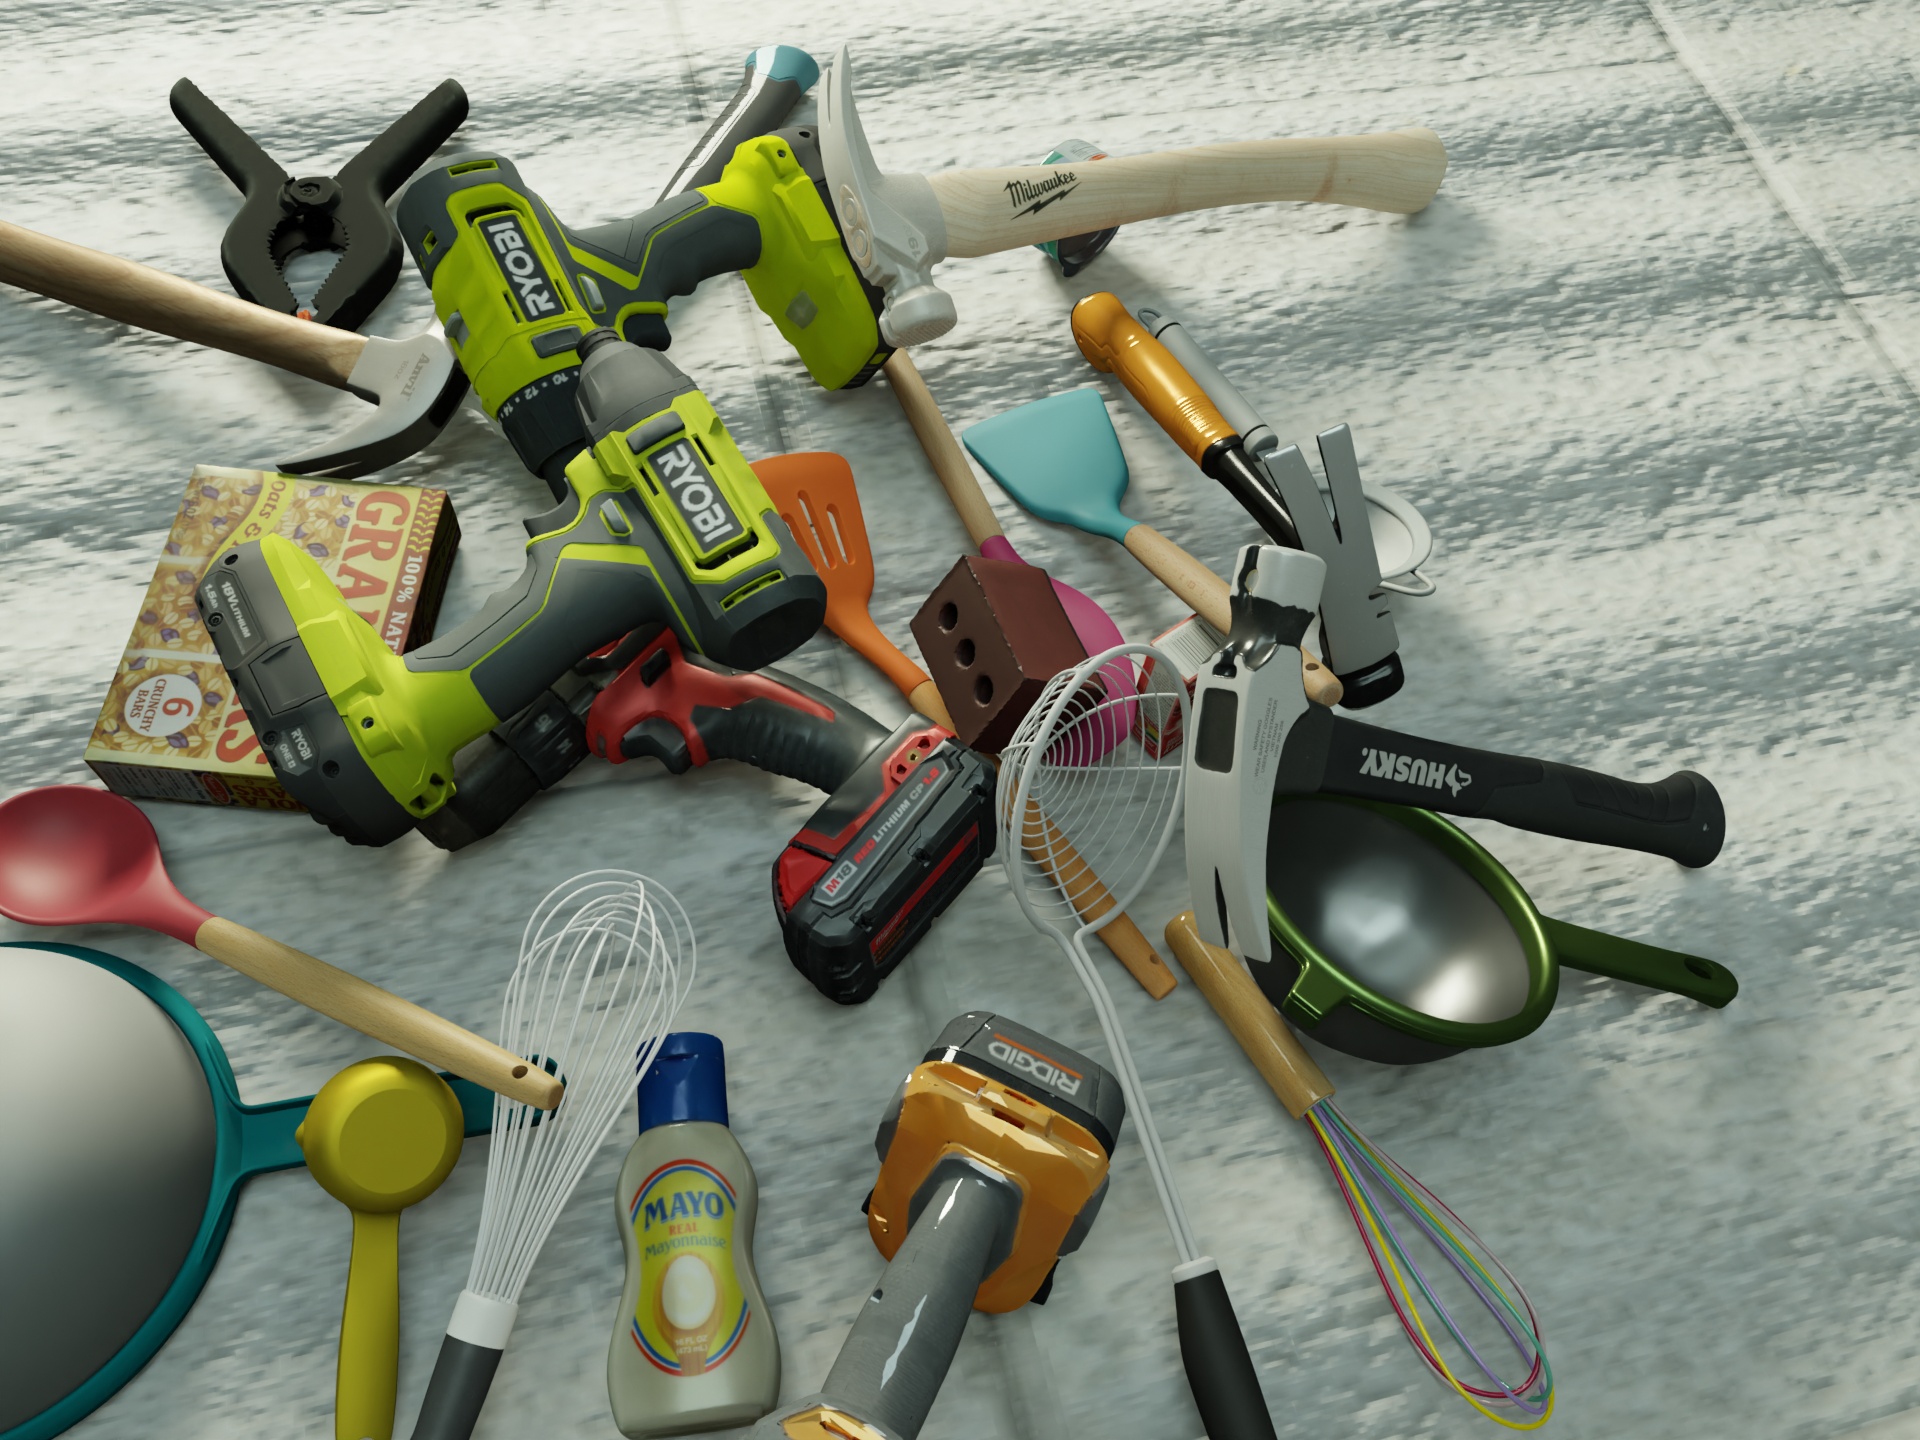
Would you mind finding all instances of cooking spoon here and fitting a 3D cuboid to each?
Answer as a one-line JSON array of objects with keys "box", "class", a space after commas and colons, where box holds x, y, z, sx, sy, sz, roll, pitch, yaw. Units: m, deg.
[{"box": [0.006, -0.109, 0.818, 0.068, 0.017, 0.319, -36, 58, 18], "class": "cooking spoon"}]

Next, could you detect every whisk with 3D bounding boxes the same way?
[{"box": [0.160, 0.179, 0.661, 0.047, 0.051, 0.245, -29, 63, -14], "class": "whisk"}, {"box": [-0.167, 0.193, 0.599, 0.070, 0.070, 0.285, 15, 73, 4], "class": "whisk"}]

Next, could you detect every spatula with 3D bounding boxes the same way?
[{"box": [-0.001, -0.002, 0.752, 0.081, 0.041, 0.323, -20, 62, -44], "class": "spatula"}, {"box": [0.092, -0.086, 0.753, 0.082, 0.044, 0.318, -20, 31, -11], "class": "spatula"}]

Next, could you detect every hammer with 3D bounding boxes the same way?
[{"box": [-0.403, -0.211, 0.824, 0.331, 0.031, 0.130, 19, 77, 14], "class": "hammer"}, {"box": [0.220, 0.033, 0.661, 0.334, 0.035, 0.146, 11, 91, -36], "class": "hammer"}, {"box": [0.113, -0.142, 0.755, 0.034, 0.127, 0.337, -24, 36, 0], "class": "hammer"}, {"box": [0.115, -0.307, 0.881, 0.410, 0.038, 0.146, -17, 88, -30], "class": "hammer"}, {"box": [-0.167, -0.279, 0.904, 0.128, 0.033, 0.331, 21, 60, 8], "class": "hammer"}]

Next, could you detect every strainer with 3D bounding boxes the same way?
[{"box": [-0.327, 0.157, 0.599, 0.340, 0.095, 0.211, -8, 61, -8], "class": "strainer"}, {"box": [0.165, -0.142, 0.851, 0.087, 0.050, 0.259, -18, 57, -22], "class": "strainer"}, {"box": [0.223, 0.109, 0.703, 0.256, 0.069, 0.152, 14, 37, -17], "class": "strainer"}]

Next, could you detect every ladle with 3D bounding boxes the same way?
[{"box": [-0.282, 0.092, 0.636, 0.315, 0.031, 0.069, 17, 50, 24], "class": "ladle"}]

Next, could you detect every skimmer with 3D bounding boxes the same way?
[{"box": [0.096, 0.149, 0.629, 0.127, 0.090, 0.364, 11, 56, -53], "class": "skimmer"}]

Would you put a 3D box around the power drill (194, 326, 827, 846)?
[{"box": [-0.191, -0.061, 0.675, 0.223, 0.080, 0.171, -30, 71, -8], "class": "power drill"}]

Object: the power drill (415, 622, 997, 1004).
[{"box": [-0.115, 0.028, 0.706, 0.227, 0.080, 0.188, 35, 68, 19], "class": "power drill"}]

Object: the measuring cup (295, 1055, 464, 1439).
[{"box": [-0.216, 0.205, 0.590, 0.062, 0.029, 0.156, 5, 79, -28], "class": "measuring cup"}]

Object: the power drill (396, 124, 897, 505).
[{"box": [-0.139, -0.200, 0.795, 0.228, 0.080, 0.190, -25, 87, -32], "class": "power drill"}]

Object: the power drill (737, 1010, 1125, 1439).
[{"box": [-0.027, 0.237, 0.558, 0.084, 0.185, 0.226, 25, 42, 9], "class": "power drill"}]
